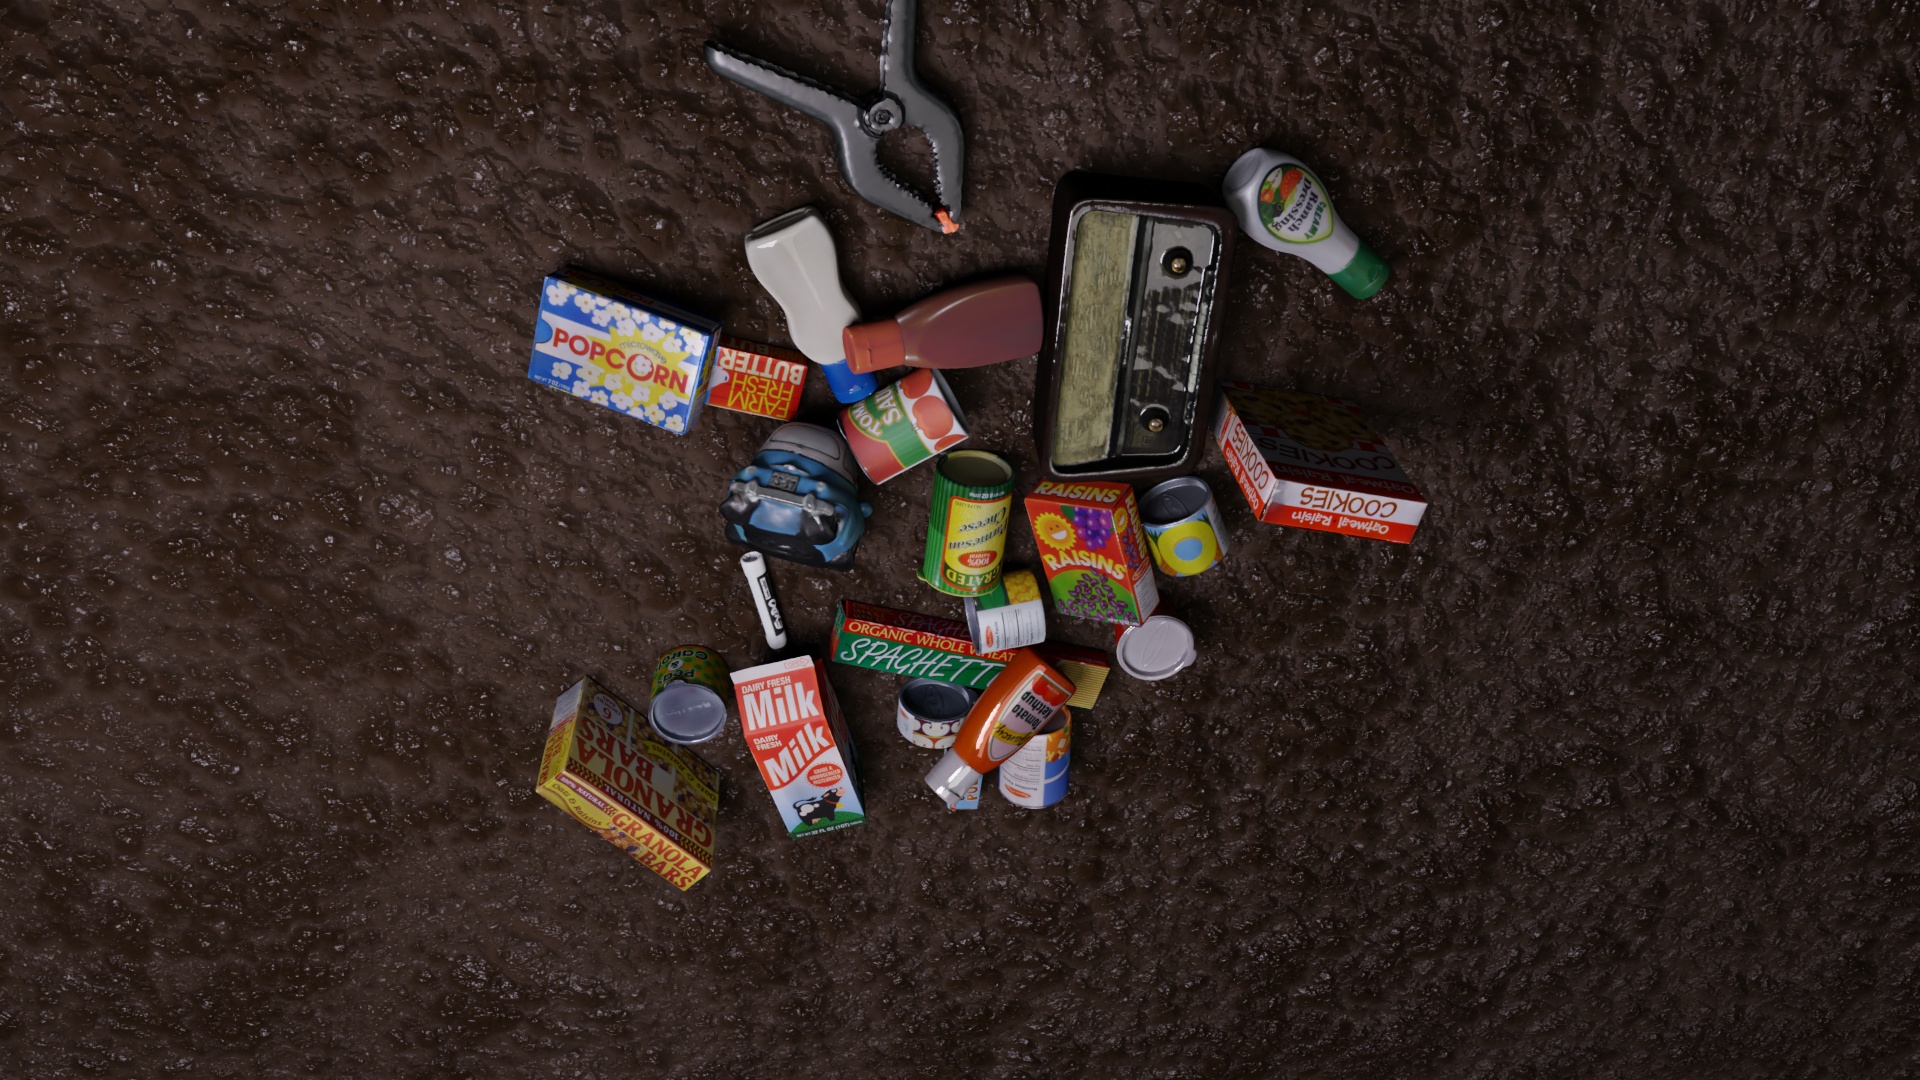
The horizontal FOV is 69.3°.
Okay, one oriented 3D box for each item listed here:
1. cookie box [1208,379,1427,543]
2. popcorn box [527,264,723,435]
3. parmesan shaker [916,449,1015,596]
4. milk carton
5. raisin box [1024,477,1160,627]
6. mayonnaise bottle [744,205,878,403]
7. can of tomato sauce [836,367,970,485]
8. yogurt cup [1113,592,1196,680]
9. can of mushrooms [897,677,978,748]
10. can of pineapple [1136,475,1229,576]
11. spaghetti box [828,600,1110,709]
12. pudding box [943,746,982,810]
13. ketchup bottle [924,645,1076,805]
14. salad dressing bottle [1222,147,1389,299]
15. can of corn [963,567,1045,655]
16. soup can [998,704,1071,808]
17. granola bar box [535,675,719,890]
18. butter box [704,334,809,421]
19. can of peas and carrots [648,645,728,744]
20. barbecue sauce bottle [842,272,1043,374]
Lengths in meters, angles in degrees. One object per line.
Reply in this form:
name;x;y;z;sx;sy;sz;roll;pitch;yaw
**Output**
cookie box;0.272;-0.063;1.081;0.123;0.168;0.040;8;121;-11
popcorn box;-0.247;-0.141;1.026;0.127;0.038;0.084;20;119;0
parmesan shaker;0.004;-0.014;1.137;0.071;0.071;0.102;2;121;-8
milk carton;-0.140;0.172;1.216;0.072;0.074;0.189;-14;131;2
raisin box;0.111;0.008;1.157;0.086;0.040;0.122;9;132;36
mayonnaise bottle;-0.106;-0.173;1.042;0.065;0.041;0.147;-22;123;3
can of tomato sauce;-0.045;-0.092;1.083;0.083;0.071;0.071;-27;121;9
yogurt cup;0.167;0.081;1.224;0.072;0.054;0.072;-3;122;-5
can of mushrooms;-0.021;0.152;1.238;0.071;0.071;0.033;2;122;-8
can of pineapple;0.184;-0.011;1.163;0.071;0.071;0.057;-23;122;7
spaghetti box;0.009;0.102;1.233;0.250;0.029;0.050;12;118;-14
pudding box;0.003;0.202;1.281;0.030;0.050;0.083;1;121;-9
ketchup bottle;0.031;0.163;1.206;0.149;0.043;0.064;-48;126;2
salad dressing bottle;0.263;-0.236;1.045;0.147;0.044;0.064;30;92;-26
can of corn;0.037;0.059;1.187;0.058;0.071;0.070;-10;123;-7
soup can;0.069;0.191;1.276;0.071;0.072;0.083;-3;121;-5
granola bar box;-0.283;0.210;1.206;0.039;0.125;0.165;-37;119;17
butter box;-0.173;-0.128;1.071;0.103;0.024;0.052;11;120;-13
can of peas and carrots;-0.235;0.131;1.202;0.071;0.059;0.070;-3;121;-5
barbecue sauce bottle;-0.013;-0.157;1.040;0.149;0.044;0.064;-15;123;-16
